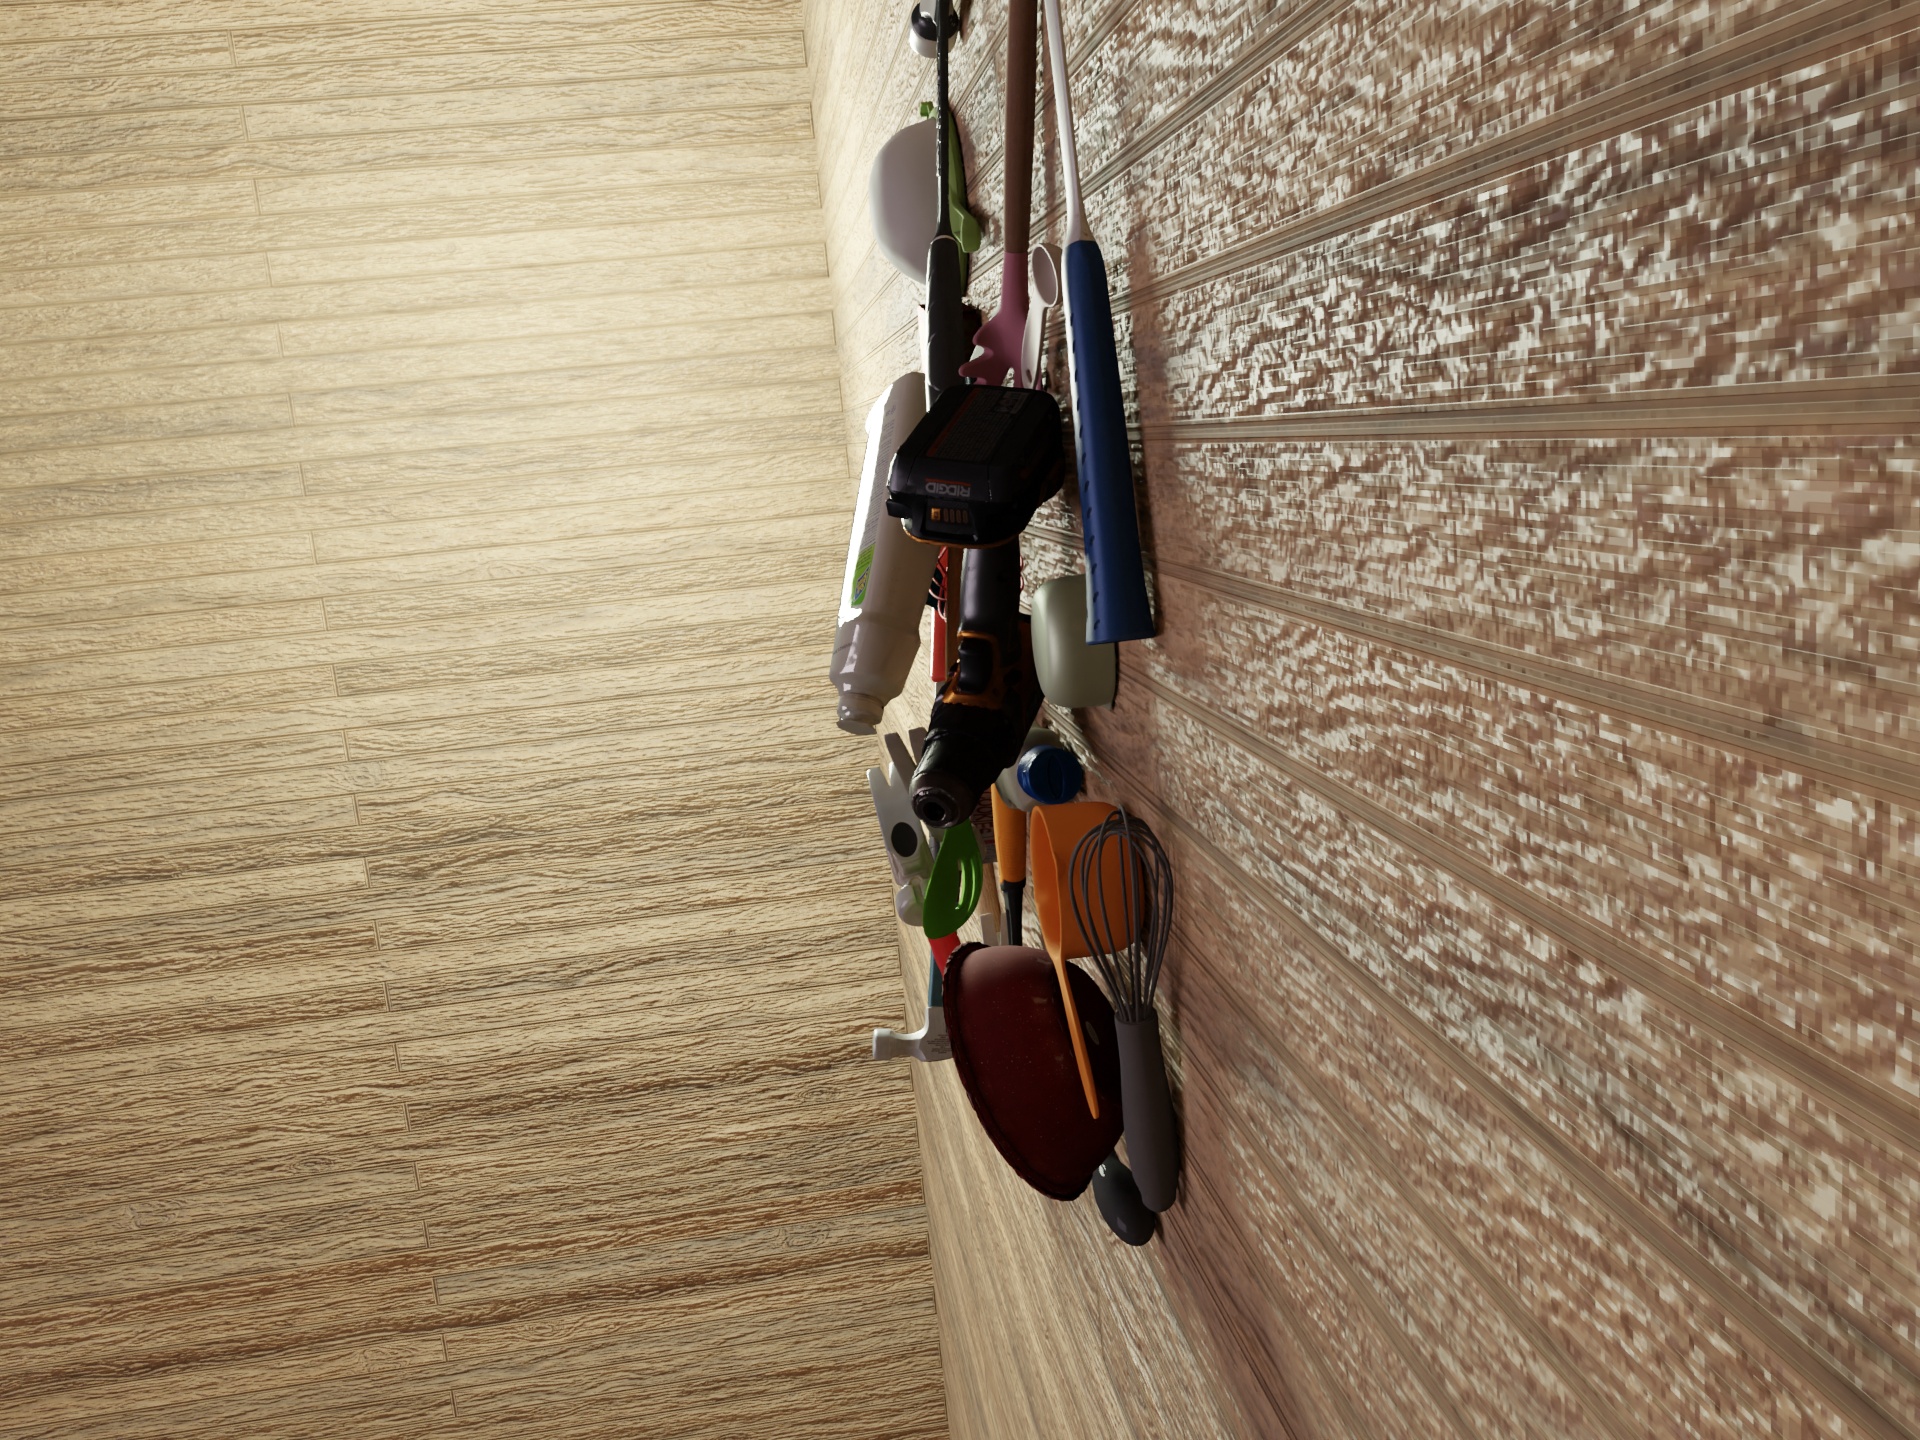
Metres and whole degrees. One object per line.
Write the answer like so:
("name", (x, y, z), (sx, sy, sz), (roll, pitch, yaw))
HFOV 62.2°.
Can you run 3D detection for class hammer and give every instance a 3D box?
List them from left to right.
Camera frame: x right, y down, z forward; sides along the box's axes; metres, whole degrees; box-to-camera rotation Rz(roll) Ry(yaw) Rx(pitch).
("hammer", (-0.015, -0.063, 1.252), (0.359, 0.037, 0.149), (-89, -18, -44))
("hammer", (-0.016, 0.163, 1.546), (0.033, 0.128, 0.331), (111, 161, -75))
("hammer", (-0.009, -0.331, 1.062), (0.149, 0.036, 0.409), (123, 147, -77))
("hammer", (-0.005, 0.196, 1.299), (0.385, 0.038, 0.143), (72, 180, -48))
("hammer", (0.014, 0.087, 1.487), (0.130, 0.031, 0.331), (105, 158, -73))
("hammer", (0.040, 0.106, 1.264), (0.127, 0.034, 0.336), (-109, 14, -58))
("hammer", (0.056, -0.240, 0.765), (0.144, 0.035, 0.405), (-174, 78, -84))

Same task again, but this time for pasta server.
("pasta server", (0.030, -0.301, 0.930), (0.040, 0.060, 0.316), (-46, -35, -48))

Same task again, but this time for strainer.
("strainer", (-0.032, -0.390, 1.232), (0.257, 0.069, 0.151), (-106, 12, -64))

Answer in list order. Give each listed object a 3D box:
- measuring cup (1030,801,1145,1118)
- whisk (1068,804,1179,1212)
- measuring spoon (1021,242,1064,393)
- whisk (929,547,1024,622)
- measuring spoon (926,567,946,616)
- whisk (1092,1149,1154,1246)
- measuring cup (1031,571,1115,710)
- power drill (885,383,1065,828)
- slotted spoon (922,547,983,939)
("measuring cup", (0.079, 0.128, 0.877), (0.095, 0.052, 0.174), (103, 158, -71))
("whisk", (0.093, 0.155, 0.825), (0.055, 0.055, 0.238), (-114, 15, -70))
("measuring spoon", (0.049, -0.226, 0.906), (0.124, 0.018, 0.034), (100, 149, -66))
("whisk", (0.007, -0.148, 1.219), (0.296, 0.073, 0.073), (-94, 1, -61))
("measuring spoon", (0.005, -0.079, 1.201), (0.021, 0.128, 0.042), (-48, -3, 29))
("whisk", (0.072, 0.250, 1.050), (0.285, 0.070, 0.070), (-122, 26, -65))
("measuring cup", (0.057, -0.039, 0.944), (0.167, 0.038, 0.083), (134, 129, -80))
("power drill", (0.008, -0.063, 0.950), (0.185, 0.084, 0.226), (-62, -25, -50))
("slotted spoon", (-0.002, -0.003, 1.083), (0.070, 0.031, 0.313), (-12, -76, -62))
